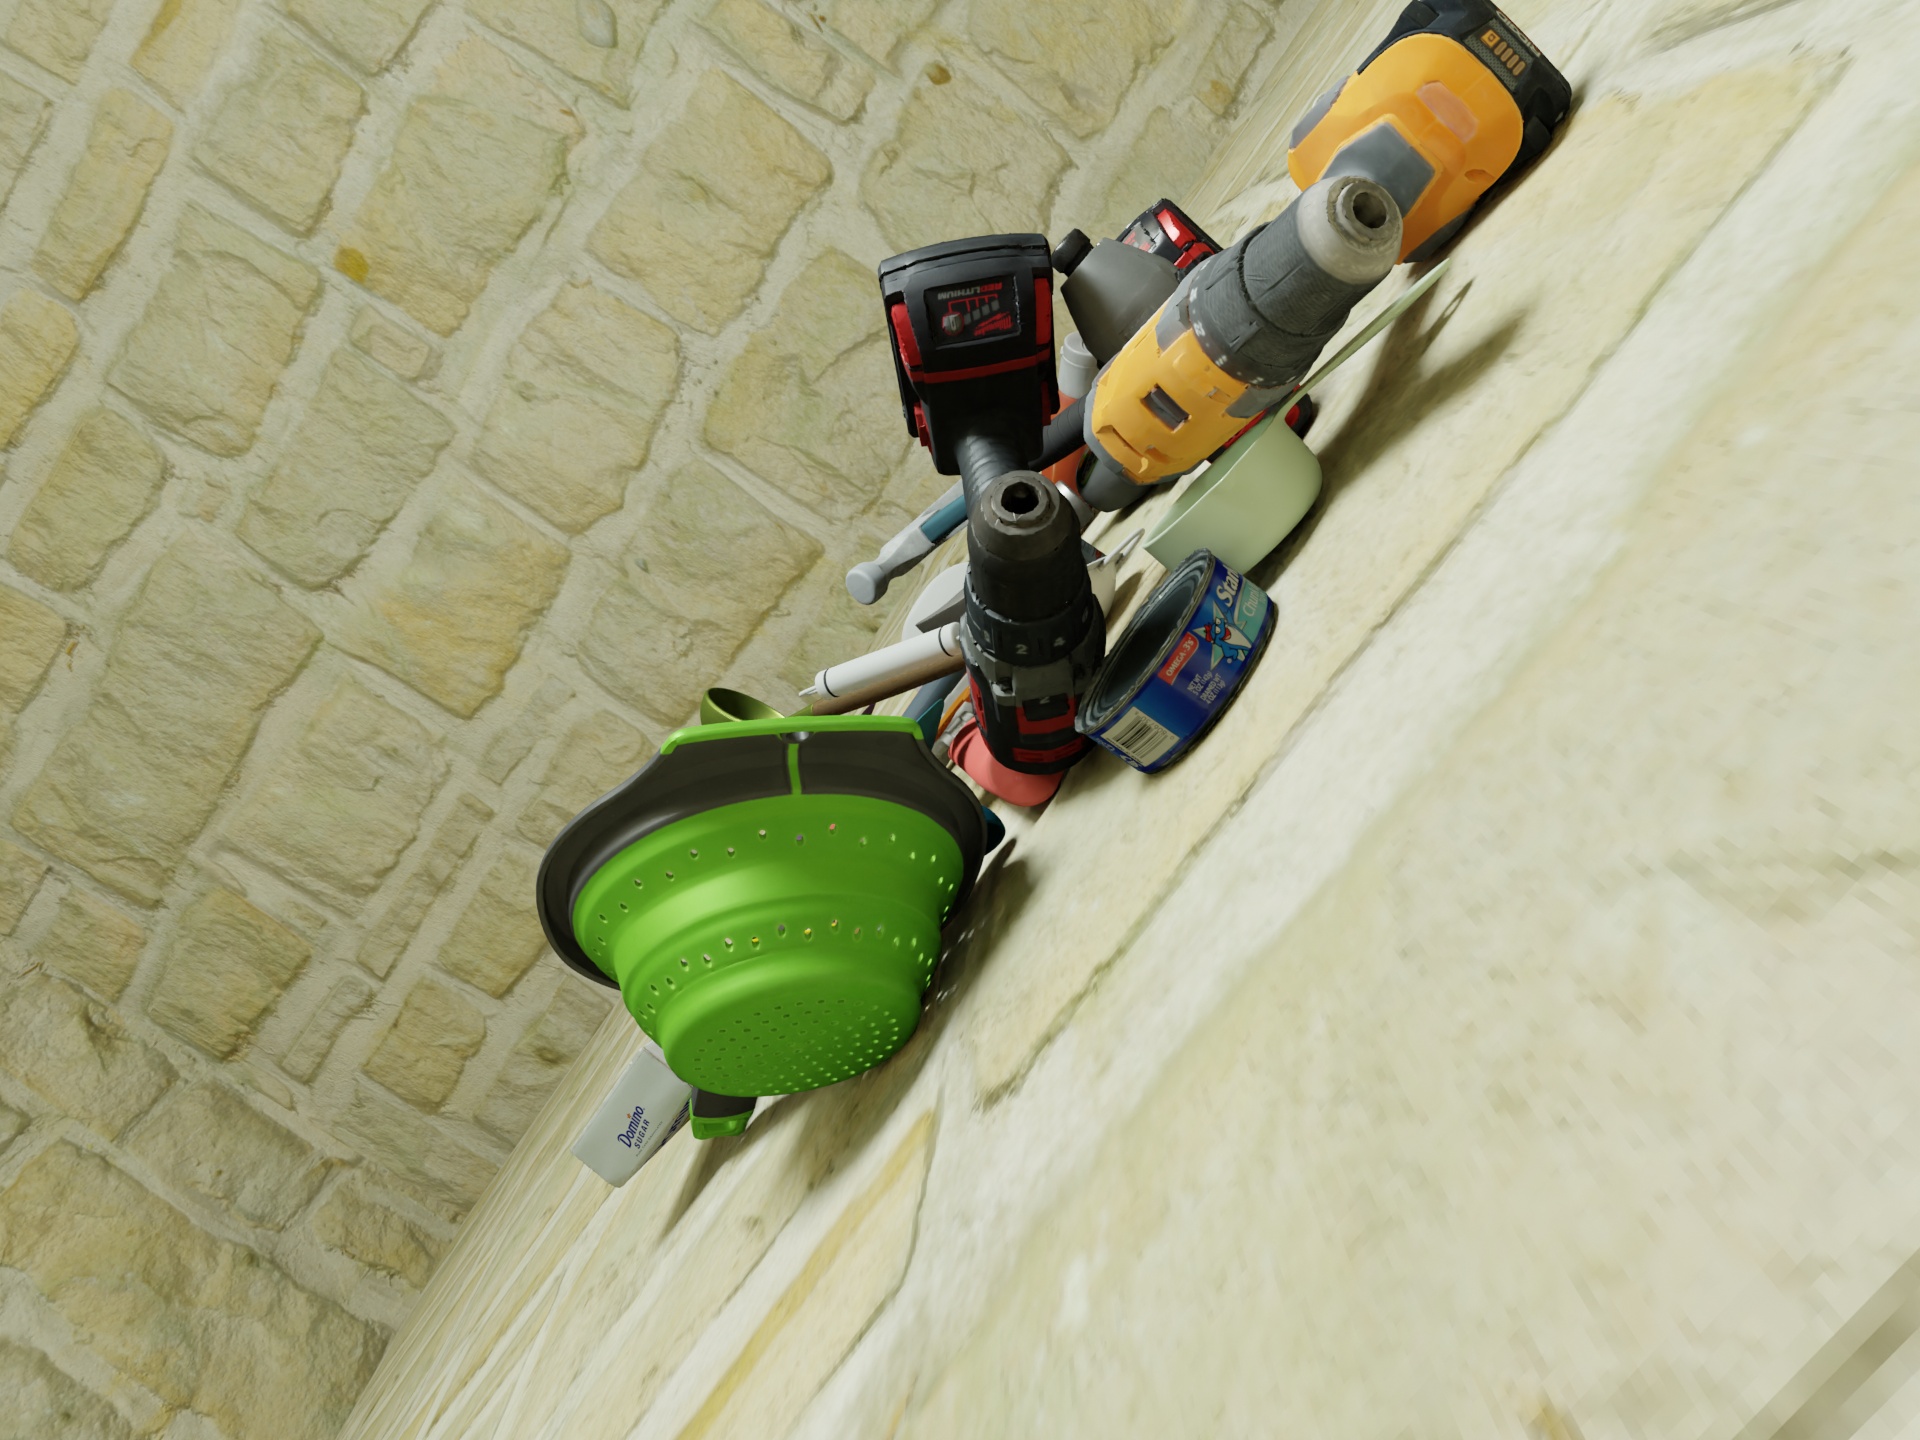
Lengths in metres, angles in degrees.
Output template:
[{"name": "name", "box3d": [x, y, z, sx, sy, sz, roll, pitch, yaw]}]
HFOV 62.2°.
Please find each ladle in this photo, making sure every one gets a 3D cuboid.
[{"name": "ladle", "box3d": [-0.079, -0.024, 1.088, 0.320, 0.078, 0.062, -18, 60, 49]}]

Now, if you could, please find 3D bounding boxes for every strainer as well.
[{"name": "strainer", "box3d": [0.022, -0.123, 1.325, 0.256, 0.069, 0.151, -55, 7, 19]}, {"name": "strainer", "box3d": [0.004, -0.049, 0.938, 0.258, 0.050, 0.087, -18, 2, 33]}]

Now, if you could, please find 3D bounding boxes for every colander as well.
[{"name": "colander", "box3d": [-0.095, 0.151, 0.763, 0.396, 0.204, 0.095, 109, 153, -51]}]

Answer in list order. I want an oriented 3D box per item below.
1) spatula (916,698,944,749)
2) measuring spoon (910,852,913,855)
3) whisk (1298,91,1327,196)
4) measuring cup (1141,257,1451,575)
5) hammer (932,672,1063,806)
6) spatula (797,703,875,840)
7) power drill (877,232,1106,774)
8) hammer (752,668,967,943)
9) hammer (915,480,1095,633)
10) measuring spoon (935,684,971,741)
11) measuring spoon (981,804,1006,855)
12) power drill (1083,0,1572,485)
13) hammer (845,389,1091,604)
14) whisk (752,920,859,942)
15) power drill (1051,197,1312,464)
[{"name": "spatula", "box3d": [-0.075, 0.026, 0.998, 0.082, 0.044, 0.317, -45, 14, -13]}, {"name": "measuring spoon", "box3d": [-0.025, 0.077, 0.964, 0.124, 0.018, 0.034, 140, 137, -86]}, {"name": "whisk", "box3d": [0.218, -0.313, 0.998, 0.058, 0.059, 0.246, -19, 39, 50]}, {"name": "measuring cup", "box3d": [0.146, -0.117, 0.647, 0.167, 0.038, 0.083, -43, 5, 5]}, {"name": "hammer", "box3d": [0.005, 0.021, 0.919, 0.149, 0.036, 0.359, -56, 7, 0]}, {"name": "spatula", "box3d": [-0.133, 0.120, 1.184, 0.315, 0.018, 0.060, -63, -5, 22]}, {"name": "power drill", "box3d": [0.018, -0.108, 0.697, 0.187, 0.080, 0.227, 79, -178, -62]}, {"name": "hammer", "box3d": [-0.037, 0.003, 1.162, 0.386, 0.038, 0.143, -56, -11, -23]}, {"name": "hammer", "box3d": [0.024, -0.116, 1.116, 0.130, 0.031, 0.331, -47, 8, 7]}, {"name": "measuring spoon", "box3d": [-0.001, -0.003, 0.901, 0.021, 0.011, 0.117, -60, 4, -22]}, {"name": "measuring spoon", "box3d": [-0.019, 0.077, 0.795, 0.128, 0.042, 0.021, -54, 48, 44]}, {"name": "power drill", "box3d": [0.157, -0.206, 0.647, 0.226, 0.084, 0.185, -48, 4, -22]}, {"name": "hammer", "box3d": [0.048, -0.178, 1.084, 0.331, 0.033, 0.128, -29, 13, 49]}, {"name": "whisk", "box3d": [-0.076, 0.126, 0.947, 0.051, 0.047, 0.245, -49, 8, -30]}, {"name": "power drill", "box3d": [0.111, -0.206, 0.827, 0.078, 0.143, 0.220, -47, 8, 21]}]
